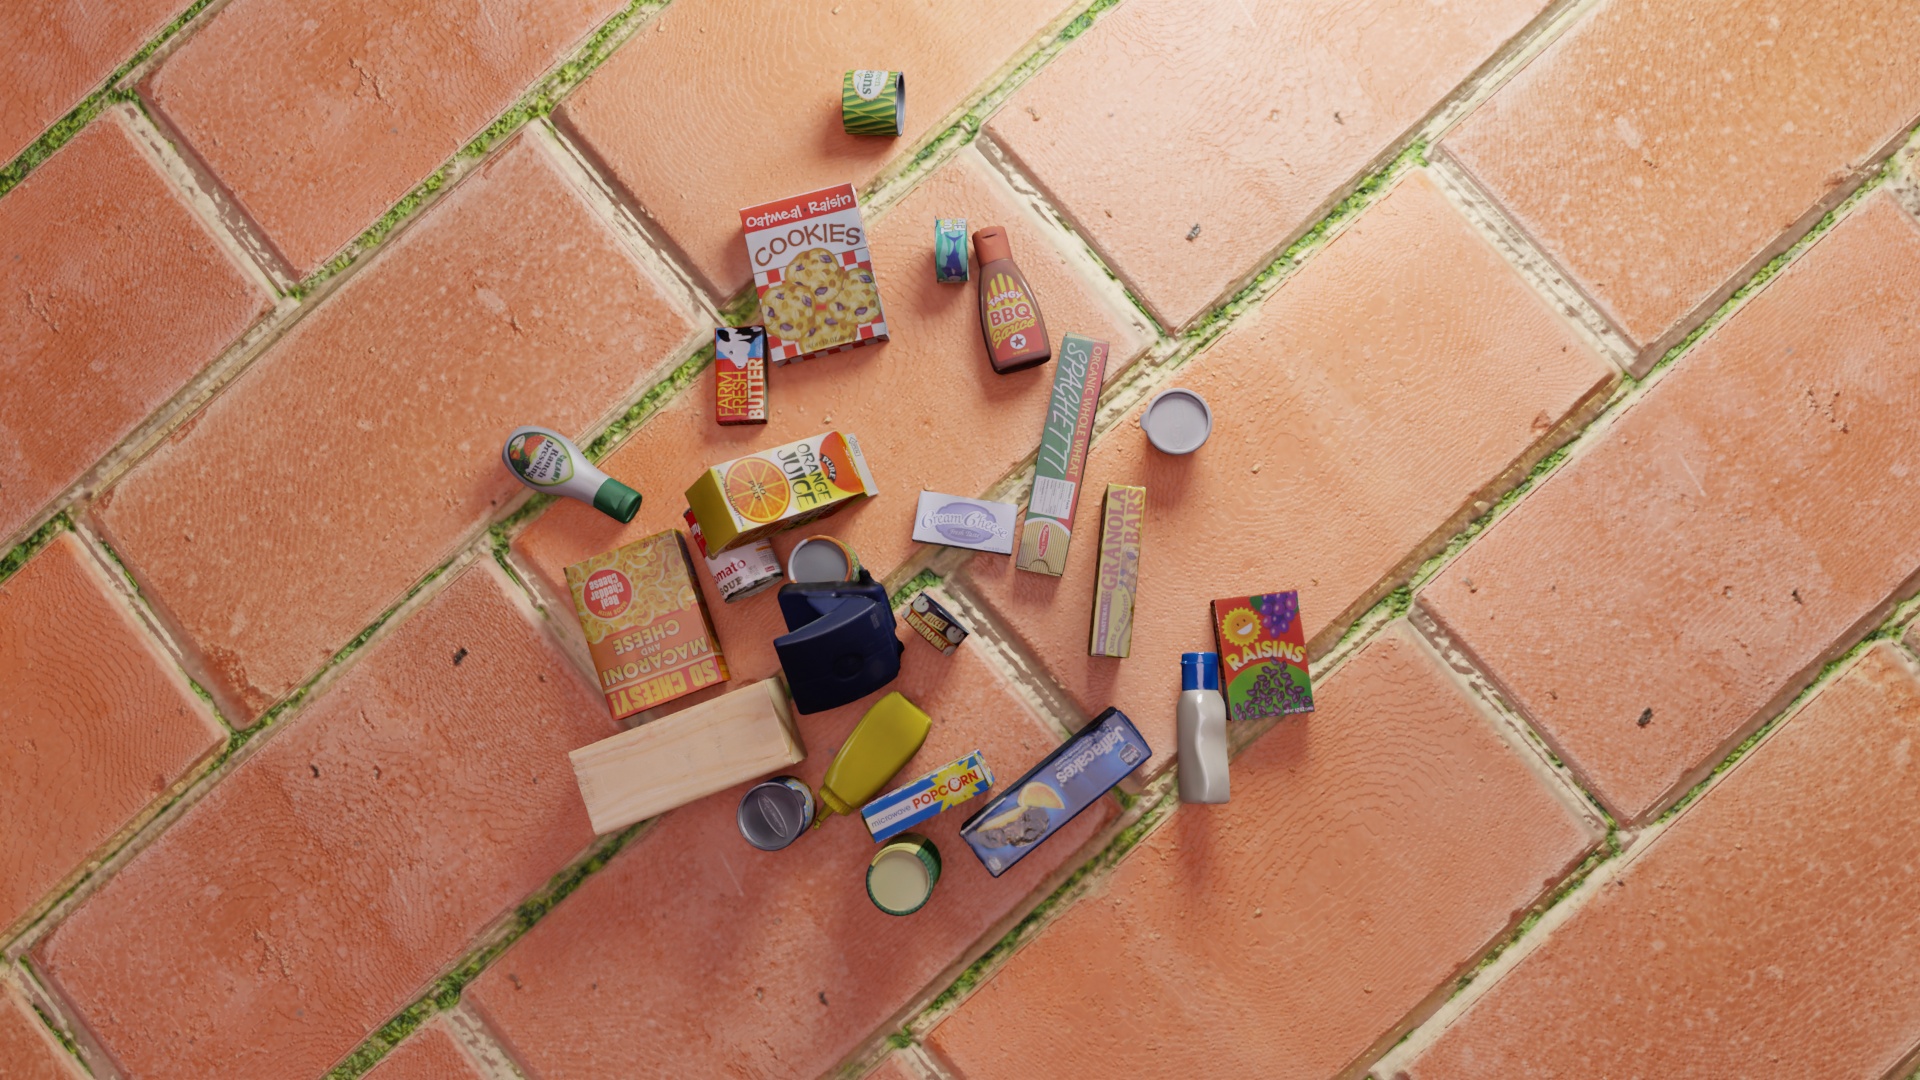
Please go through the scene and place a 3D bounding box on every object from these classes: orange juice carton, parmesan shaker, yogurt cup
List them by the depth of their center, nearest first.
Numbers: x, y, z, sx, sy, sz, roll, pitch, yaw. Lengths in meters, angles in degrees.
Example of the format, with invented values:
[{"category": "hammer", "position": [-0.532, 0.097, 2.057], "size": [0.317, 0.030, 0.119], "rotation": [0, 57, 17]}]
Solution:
[{"category": "parmesan shaker", "position": [-0.057, 0.327, 1.361], "size": [0.071, 0.103, 0.071], "rotation": [0, 86, 4]}, {"category": "orange juice carton", "position": [-0.170, -0.054, 1.393], "size": [0.193, 0.072, 0.072], "rotation": [-21, 83, -37]}, {"category": "yogurt cup", "position": [0.219, -0.117, 1.409], "size": [0.072, 0.054, 0.072], "rotation": [0, 85, 3]}]

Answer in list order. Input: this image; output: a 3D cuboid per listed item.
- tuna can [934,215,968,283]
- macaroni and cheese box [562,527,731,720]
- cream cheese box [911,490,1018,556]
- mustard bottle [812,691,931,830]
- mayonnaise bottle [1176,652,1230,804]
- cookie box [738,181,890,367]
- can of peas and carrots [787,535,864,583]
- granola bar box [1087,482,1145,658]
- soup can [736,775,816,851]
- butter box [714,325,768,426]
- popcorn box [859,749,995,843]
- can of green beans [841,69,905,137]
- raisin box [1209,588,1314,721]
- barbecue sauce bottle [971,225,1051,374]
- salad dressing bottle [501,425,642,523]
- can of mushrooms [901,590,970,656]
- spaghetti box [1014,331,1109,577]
[{"category": "tuna can", "position": [-0.009, -0.301, 1.432], "size": [0.033, 0.071, 0.071], "rotation": [-2, 85, 2]}, {"category": "macaroni and cheese box", "position": [-0.321, 0.086, 1.431], "size": [0.124, 0.040, 0.166], "rotation": [-20, 84, 2]}, {"category": "cream cheese box", "position": [0.005, -0.018, 1.428], "size": [0.104, 0.024, 0.053], "rotation": [8, 84, 4]}, {"category": "mustard bottle", "position": [-0.098, 0.227, 1.400], "size": [0.065, 0.049, 0.160], "rotation": [41, 89, 8]}, {"category": "mayonnaise bottle", "position": [0.240, 0.186, 1.378], "size": [0.041, 0.064, 0.148], "rotation": [3, 81, -17]}, {"category": "cookie box", "position": [-0.152, -0.278, 1.454], "size": [0.123, 0.040, 0.167], "rotation": [-13, 85, 2]}, {"category": "can of peas and carrots", "position": [-0.136, 0.029, 1.415], "size": [0.071, 0.058, 0.071], "rotation": [0, 86, 4]}, {"category": "granola bar box", "position": [0.153, 0.033, 1.364], "size": [0.039, 0.124, 0.165], "rotation": [6, 86, 4]}, {"category": "soup can", "position": [-0.179, 0.269, 1.384], "size": [0.071, 0.083, 0.071], "rotation": [0, 86, 3]}, {"category": "butter box", "position": [-0.229, -0.173, 1.456], "size": [0.053, 0.024, 0.103], "rotation": [-2, 85, 3]}, {"category": "popcorn box", "position": [-0.032, 0.252, 1.376], "size": [0.127, 0.085, 0.038], "rotation": [-26, 83, 1]}, {"category": "can of green beans", "position": [-0.090, -0.457, 1.453], "size": [0.058, 0.071, 0.071], "rotation": [4, 85, 4]}, {"category": "raisin box", "position": [0.302, 0.114, 1.391], "size": [0.086, 0.040, 0.123], "rotation": [-8, 86, 4]}, {"category": "barbecue sauce bottle", "position": [0.047, -0.250, 1.437], "size": [0.065, 0.043, 0.148], "rotation": [-15, 84, 3]}, {"category": "salad dressing bottle", "position": [-0.404, -0.067, 1.448], "size": [0.148, 0.044, 0.064], "rotation": [28, 86, 5]}, {"category": "can of mushrooms", "position": [-0.025, 0.084, 1.398], "size": [0.071, 0.071, 0.033], "rotation": [42, 91, 6]}, {"category": "spaghetti box", "position": [0.106, -0.088, 1.426], "size": [0.050, 0.028, 0.250], "rotation": [12, 86, 4]}]
